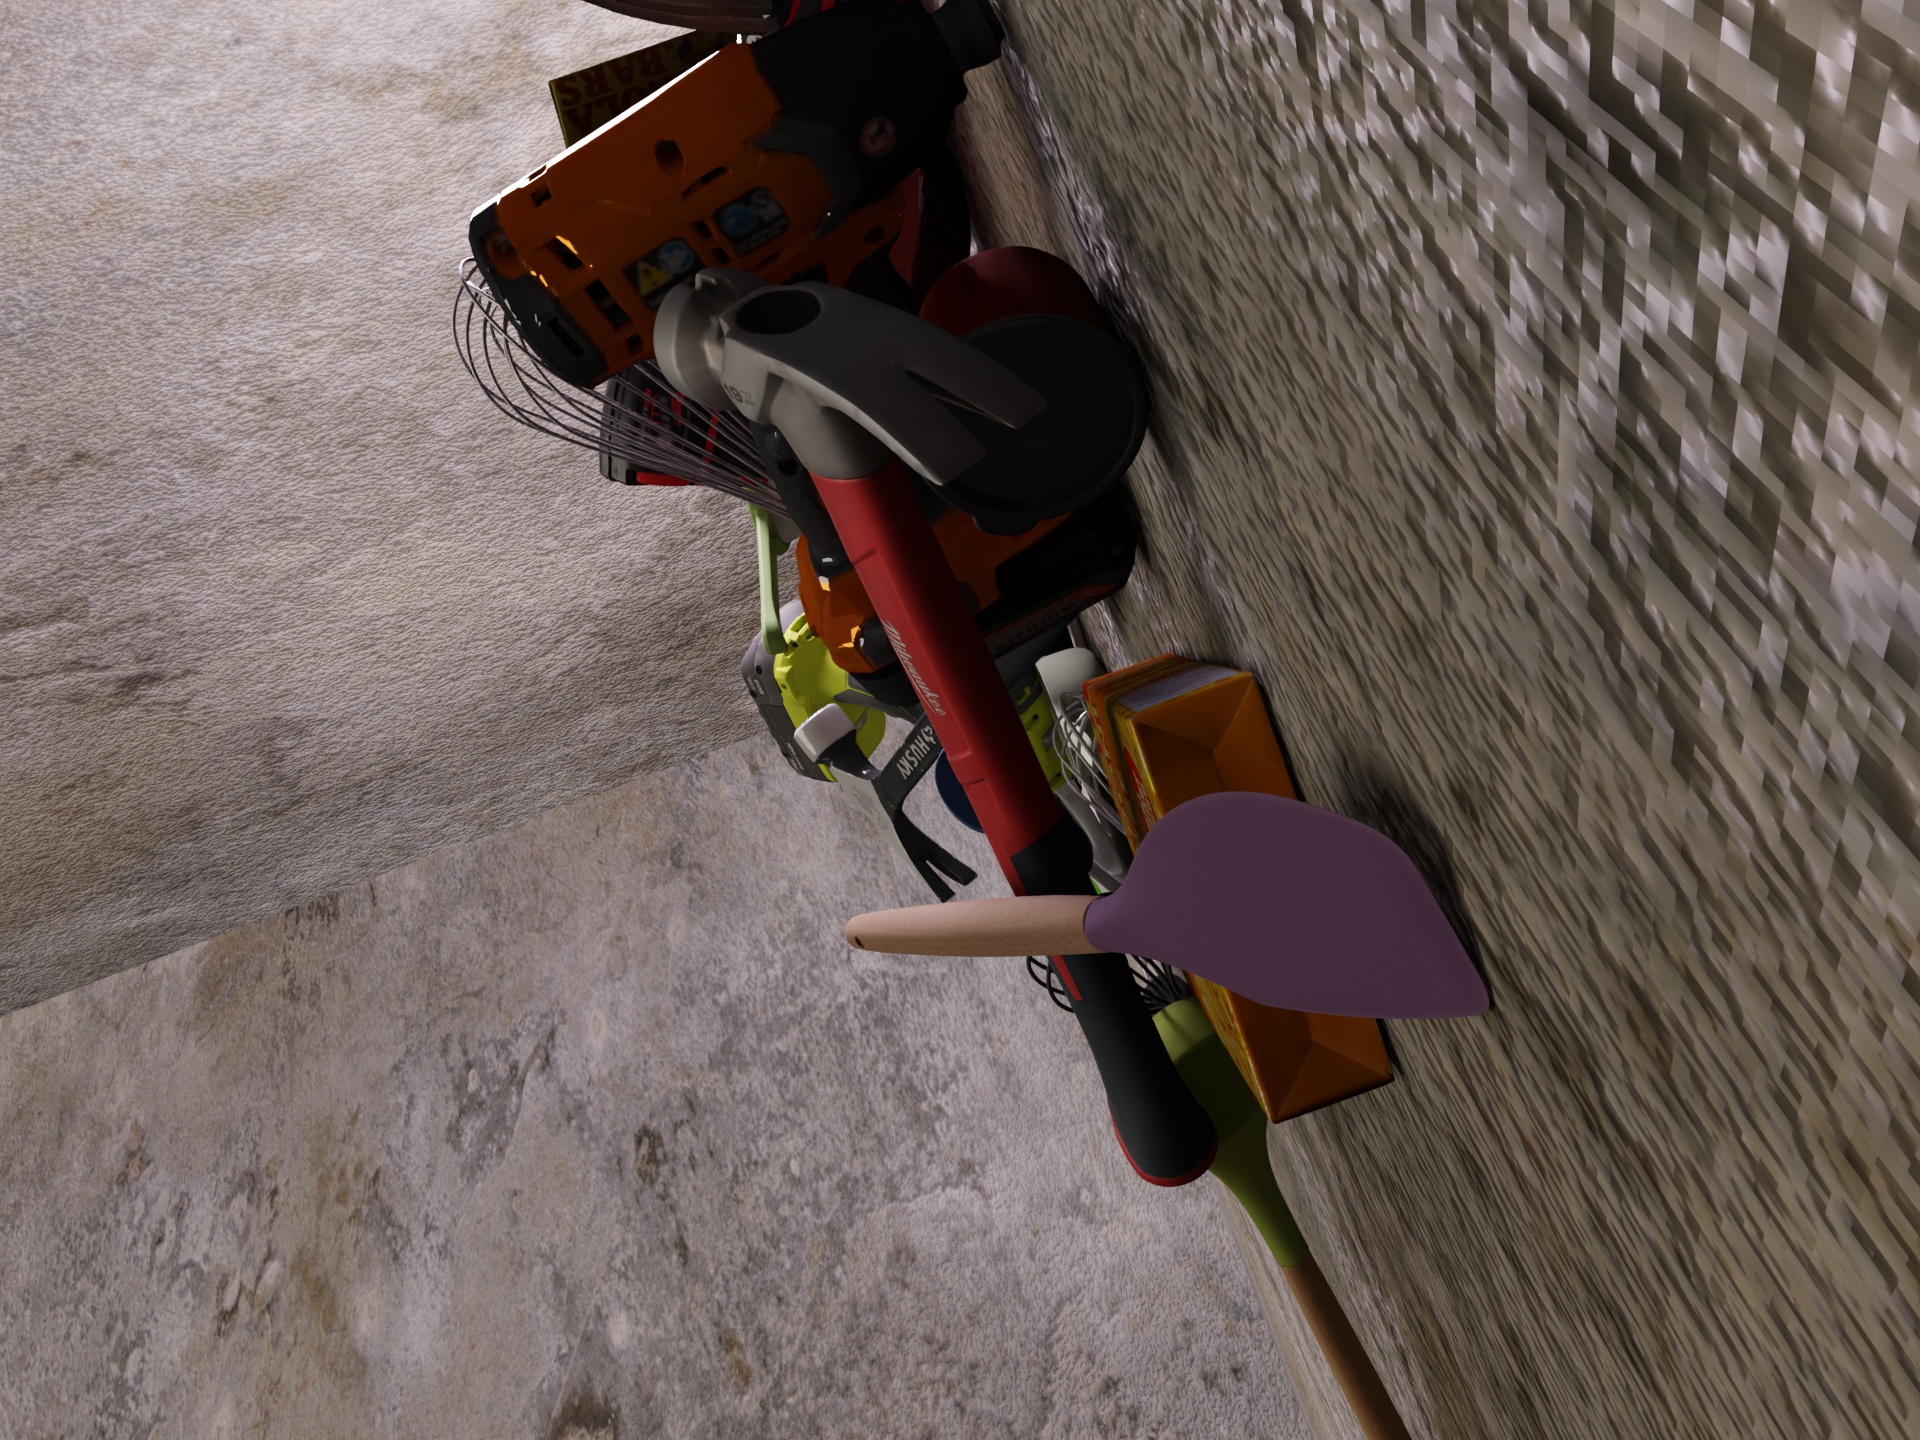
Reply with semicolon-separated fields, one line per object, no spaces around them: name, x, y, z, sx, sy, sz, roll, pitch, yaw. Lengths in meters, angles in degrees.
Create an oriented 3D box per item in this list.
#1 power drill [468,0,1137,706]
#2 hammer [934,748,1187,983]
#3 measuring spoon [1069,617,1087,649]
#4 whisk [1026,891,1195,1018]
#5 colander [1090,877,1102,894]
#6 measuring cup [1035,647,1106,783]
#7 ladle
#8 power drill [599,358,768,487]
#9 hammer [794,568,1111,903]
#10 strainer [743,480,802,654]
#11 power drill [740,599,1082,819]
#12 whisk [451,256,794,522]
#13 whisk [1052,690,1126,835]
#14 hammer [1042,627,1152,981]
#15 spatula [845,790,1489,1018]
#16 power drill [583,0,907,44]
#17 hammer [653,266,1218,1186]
power drill;-0.025;-0.118;0.523;0.226;0.164;0.084;51;-166;-45
hammer;0.053;0.063;0.790;0.144;0.035;0.405;54;-176;19
measuring spoon;0.059;-0.074;0.989;0.034;0.018;0.124;-109;-3;-64
whisk;0.095;0.132;0.737;0.238;0.055;0.055;40;-156;-51
colander;0.047;-0.034;1.283;0.397;0.094;0.204;59;178;19
measuring cup;0.076;0.000;0.896;0.168;0.038;0.083;-116;6;-81
ladle;0.161;0.260;0.691;0.320;0.078;0.062;62;171;-7
power drill;-0.075;-0.135;0.811;0.143;0.220;0.078;-11;-61;-54
hammer;-0.001;-0.003;0.859;0.149;0.036;0.409;51;156;5
strainer;-0.104;-0.149;1.052;0.151;0.069;0.257;77;-176;-53
power drill;-0.023;0.006;1.076;0.229;0.080;0.190;12;140;36
whisk;-0.072;-0.094;0.623;0.284;0.070;0.070;31;-153;-38
whisk;0.095;0.062;0.683;0.059;0.057;0.247;26;-155;-34
hammer;0.104;0.062;1.111;0.146;0.035;0.334;-106;-4;-67
spatula;0.027;0.056;0.449;0.059;0.018;0.316;58;155;-6
power drill;-0.075;-0.231;0.567;0.226;0.080;0.188;62;-138;-80
hammer;0.030;0.041;0.502;0.143;0.038;0.385;33;156;48
